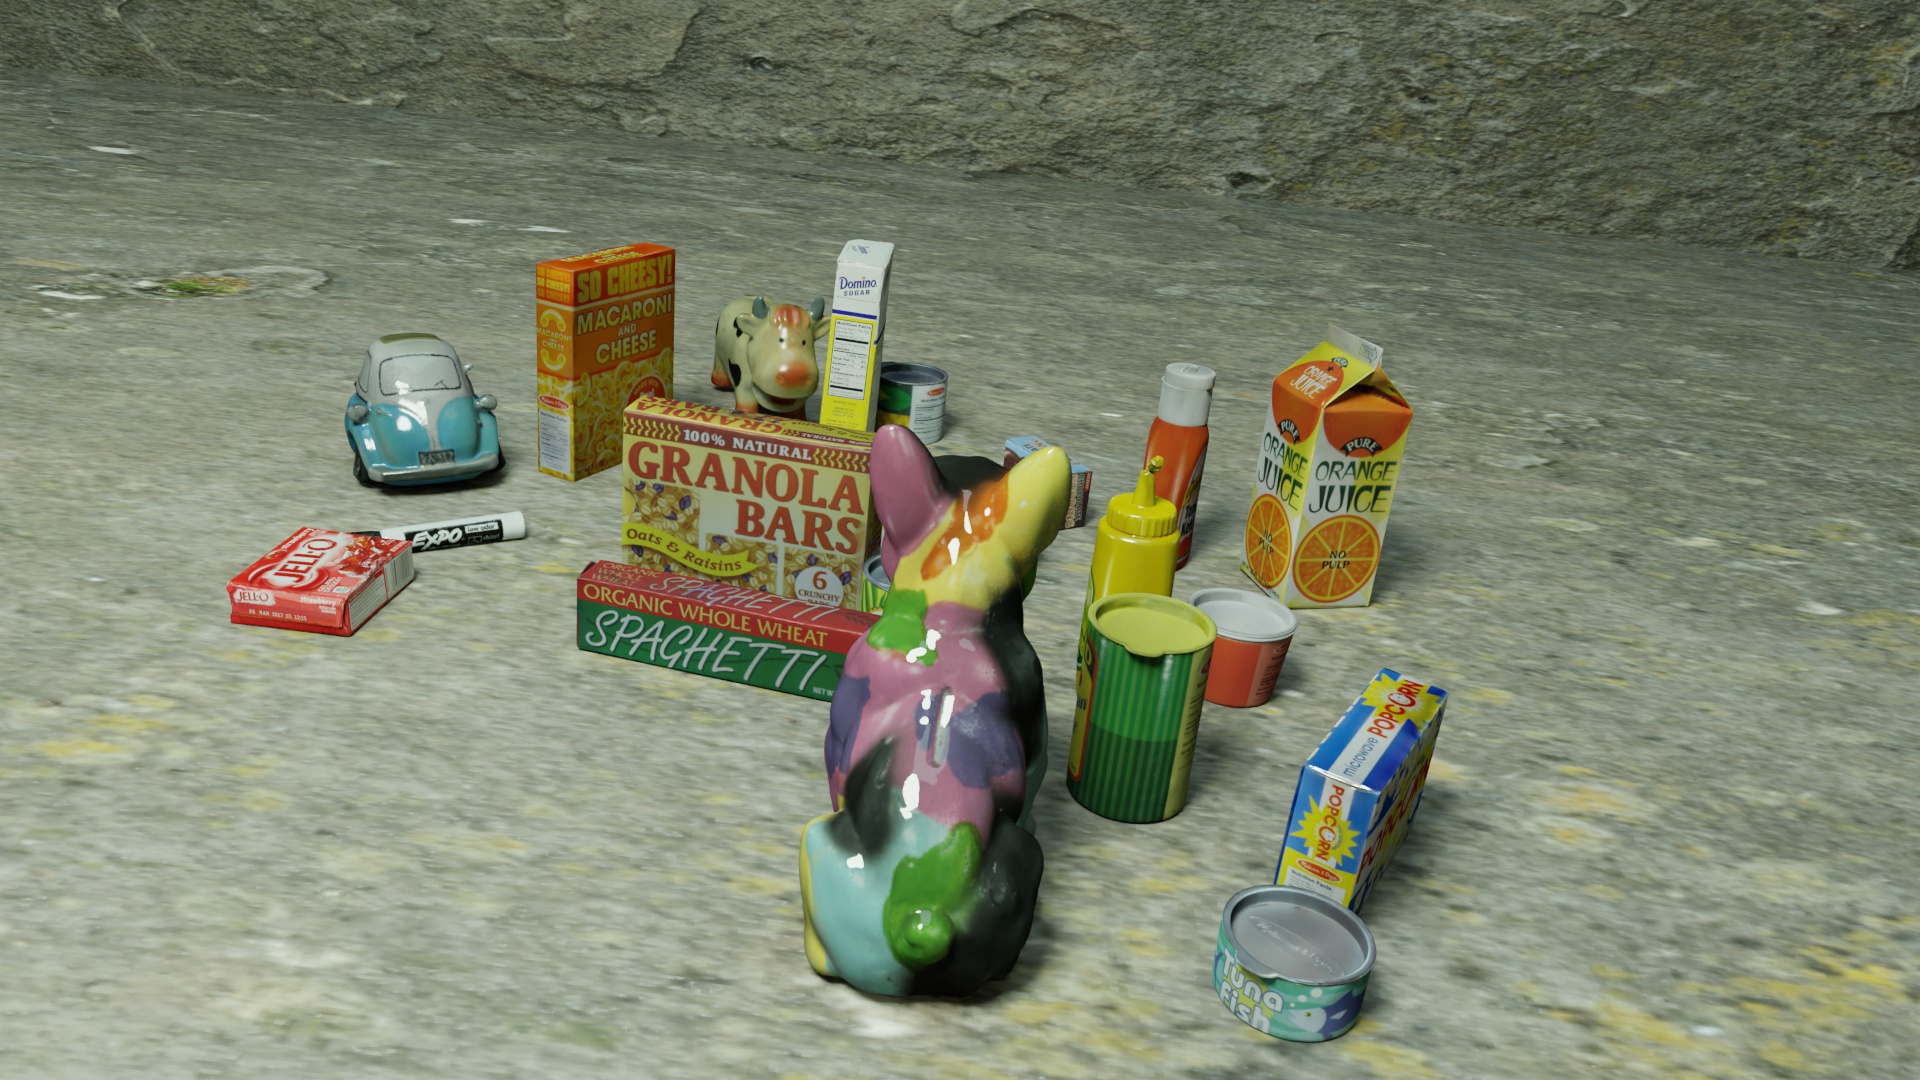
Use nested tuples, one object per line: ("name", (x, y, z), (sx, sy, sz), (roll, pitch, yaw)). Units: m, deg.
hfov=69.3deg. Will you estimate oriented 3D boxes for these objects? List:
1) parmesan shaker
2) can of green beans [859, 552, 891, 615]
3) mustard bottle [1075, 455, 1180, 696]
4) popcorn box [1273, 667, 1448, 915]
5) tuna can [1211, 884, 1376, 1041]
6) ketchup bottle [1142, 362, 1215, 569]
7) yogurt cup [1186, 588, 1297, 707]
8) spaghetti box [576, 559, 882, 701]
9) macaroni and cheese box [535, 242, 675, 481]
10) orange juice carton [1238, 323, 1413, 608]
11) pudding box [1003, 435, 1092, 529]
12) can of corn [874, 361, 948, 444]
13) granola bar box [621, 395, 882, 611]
("parmesan shaker", (0.092, 0.088, 0.725), (0.071, 0.102, 0.071), (5, 23, -2))
("can of green beans", (-0.030, 0.045, 0.855), (0.071, 0.057, 0.071), (5, 23, -2))
("mustard bottle", (0.098, 0.024, 0.805), (0.049, 0.159, 0.065), (7, 23, 2))
("popcorn box", (0.197, 0.127, 0.684), (0.038, 0.085, 0.127), (18, 26, 27))
("tuna can", (0.142, 0.184, 0.603), (0.071, 0.032, 0.071), (5, 23, -2))
("ketchup bottle", (0.156, -0.055, 1.019), (0.043, 0.148, 0.065), (14, 24, 20))
("yogurt cup", (0.169, 0.067, 0.858), (0.072, 0.053, 0.073), (5, 23, -2))
("spaghetti box", (-0.107, 0.060, 0.811), (0.250, 0.050, 0.029), (10, 23, 10))
("macaroni and cheese box", (-0.280, -0.144, 1.098), (0.040, 0.165, 0.124), (16, 25, 23))
("orange juice carton", (0.260, -0.053, 0.984), (0.073, 0.191, 0.072), (-1, 23, -16))
("pudding box", (0.067, -0.047, 1.106), (0.030, 0.049, 0.084), (-8, 27, -31))
("can of corn", (-0.048, -0.124, 1.246), (0.071, 0.058, 0.071), (5, 23, -2))
("granola bar box", (-0.134, -0.019, 0.894), (0.165, 0.123, 0.039), (10, 23, 8))
